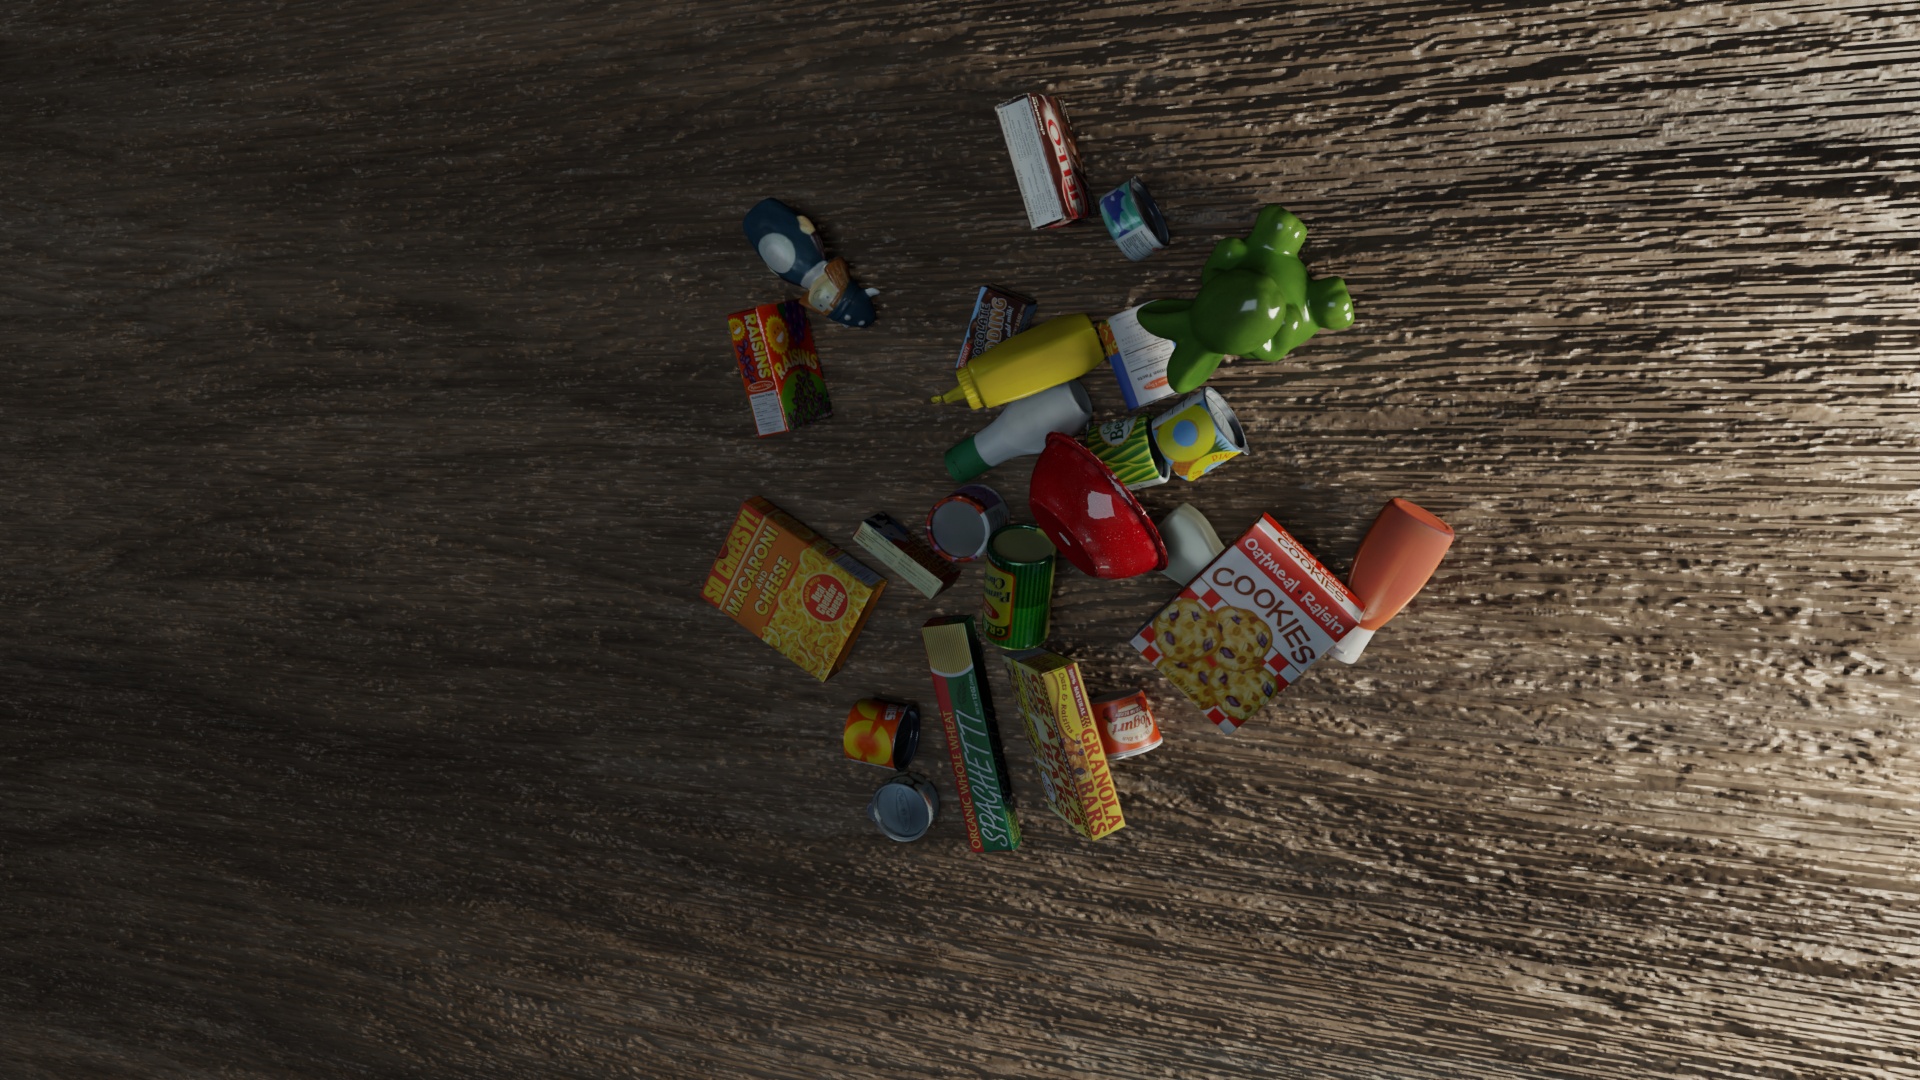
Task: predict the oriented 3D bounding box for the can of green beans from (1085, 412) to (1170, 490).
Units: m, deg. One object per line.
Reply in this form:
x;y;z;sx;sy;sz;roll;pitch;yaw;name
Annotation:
0.152;-0.078;1.259;0.058;0.071;0.071;-13;99;24;can of green beans

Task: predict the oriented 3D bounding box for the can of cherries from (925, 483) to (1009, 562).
0.005;-0.017;1.338;0.071;0.058;0.071;6;106;20;can of cherries

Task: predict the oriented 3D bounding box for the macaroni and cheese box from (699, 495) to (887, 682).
-0.175;0.049;1.439;0.166;0.040;0.123;33;113;11;macaroni and cheese box

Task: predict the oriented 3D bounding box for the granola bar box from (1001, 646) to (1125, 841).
0.098;0.188;1.323;0.039;0.124;0.165;-19;98;-13;granola bar box

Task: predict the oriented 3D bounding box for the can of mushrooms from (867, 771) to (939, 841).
-0.060;0.278;1.457;0.071;0.033;0.070;6;107;20;can of mushrooms

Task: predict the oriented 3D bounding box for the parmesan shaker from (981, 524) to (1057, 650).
0.054;0.042;1.316;0.071;0.072;0.102;15;128;18;parmesan shaker

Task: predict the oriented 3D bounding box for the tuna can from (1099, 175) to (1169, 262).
0.151;-0.280;1.207;0.032;0.071;0.071;-26;93;27;tuna can

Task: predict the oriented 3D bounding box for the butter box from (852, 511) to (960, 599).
-0.053;0.015;1.373;0.103;0.053;0.024;37;112;8;butter box

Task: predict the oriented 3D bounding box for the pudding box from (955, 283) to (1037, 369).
0.033;-0.192;1.297;0.050;0.030;0.083;25;112;15;pudding box

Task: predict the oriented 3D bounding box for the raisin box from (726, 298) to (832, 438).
-0.176;-0.170;1.355;0.040;0.086;0.123;-8;101;29;raisin box

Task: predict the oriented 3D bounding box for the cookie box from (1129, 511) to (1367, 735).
0.253;0.074;1.229;0.123;0.040;0.166;44;118;3;cookie box

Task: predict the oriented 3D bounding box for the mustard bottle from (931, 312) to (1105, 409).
0.049;-0.155;1.255;0.160;0.065;0.048;-22;116;6;mustard bottle

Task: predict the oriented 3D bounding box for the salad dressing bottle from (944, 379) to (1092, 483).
0.052;-0.102;1.306;0.147;0.044;0.064;-28;97;27;salad dressing bottle

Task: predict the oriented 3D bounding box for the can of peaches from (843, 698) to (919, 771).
-0.081;0.197;1.426;0.058;0.071;0.071;8;107;21;can of peaches

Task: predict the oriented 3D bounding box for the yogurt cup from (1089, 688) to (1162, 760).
0.154;0.174;1.327;0.072;0.072;0.054;-14;91;25;yogurt cup

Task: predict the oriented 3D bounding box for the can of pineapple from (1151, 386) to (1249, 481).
0.212;-0.092;1.231;0.057;0.071;0.071;-32;91;27;can of pineapple

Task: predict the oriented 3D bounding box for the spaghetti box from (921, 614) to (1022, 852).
0.013;0.199;1.409;0.050;0.029;0.249;-8;101;24;spaghetti box

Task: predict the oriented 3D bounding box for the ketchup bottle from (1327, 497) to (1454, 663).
0.367;0.039;1.216;0.065;0.044;0.148;31;113;13;ketchup bottle

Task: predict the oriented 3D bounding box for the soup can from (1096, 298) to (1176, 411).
0.165;-0.164;1.231;0.071;0.071;0.083;-20;92;25;soup can

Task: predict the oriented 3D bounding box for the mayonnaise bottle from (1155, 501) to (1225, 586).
0.235;0.036;1.270;0.148;0.041;0.064;45;117;4;mayonnaise bottle
